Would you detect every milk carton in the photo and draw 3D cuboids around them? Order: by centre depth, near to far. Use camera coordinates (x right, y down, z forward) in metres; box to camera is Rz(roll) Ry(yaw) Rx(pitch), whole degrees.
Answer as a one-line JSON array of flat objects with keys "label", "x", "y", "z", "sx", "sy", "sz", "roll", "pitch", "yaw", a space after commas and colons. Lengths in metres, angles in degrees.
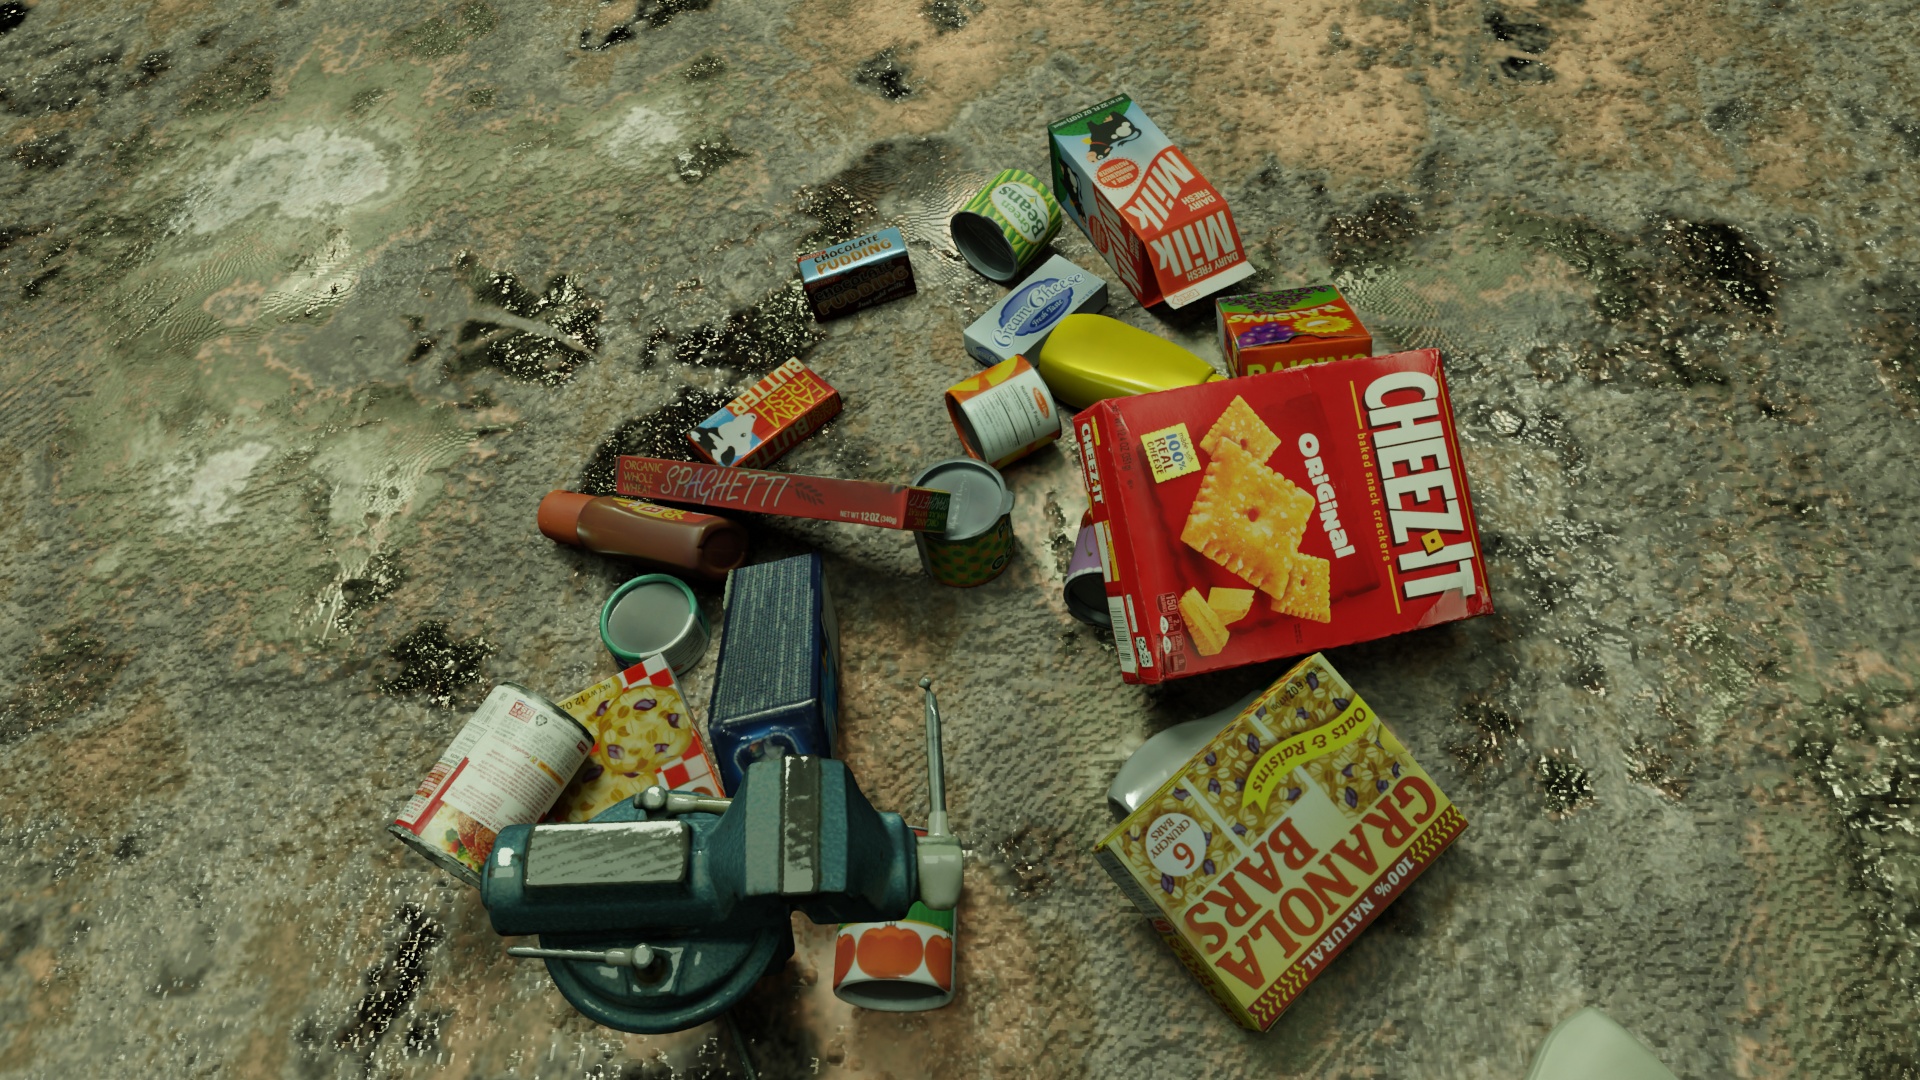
[{"label": "milk carton", "x": 0.141, "y": -0.246, "z": 1.044, "sx": 0.072, "sy": 0.073, "sz": 0.191, "roll": -26, "pitch": 56, "yaw": -9}]

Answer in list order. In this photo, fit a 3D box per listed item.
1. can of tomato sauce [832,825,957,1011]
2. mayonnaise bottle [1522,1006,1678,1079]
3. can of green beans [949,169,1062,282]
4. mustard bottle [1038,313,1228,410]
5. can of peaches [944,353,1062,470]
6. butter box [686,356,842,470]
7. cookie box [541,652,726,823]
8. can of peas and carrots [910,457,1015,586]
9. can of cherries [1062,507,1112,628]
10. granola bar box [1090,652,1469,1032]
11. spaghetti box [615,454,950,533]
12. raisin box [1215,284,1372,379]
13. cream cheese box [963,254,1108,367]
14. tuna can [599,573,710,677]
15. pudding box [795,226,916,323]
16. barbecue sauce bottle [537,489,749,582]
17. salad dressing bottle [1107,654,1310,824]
[{"label": "can of tomato sauce", "x": -0.036, "y": 0.207, "z": 0.761, "sx": 0.071, "sy": 0.071, "sz": 0.083, "roll": -3, "pitch": 56, "yaw": 7}, {"label": "mayonnaise bottle", "x": 0.276, "y": 0.296, "z": 0.667, "sx": 0.148, "sy": 0.041, "sz": 0.065, "roll": -37, "pitch": 56, "yaw": -15}, {"label": "can of green beans", "x": 0.035, "y": -0.241, "z": 1.062, "sx": 0.071, "sy": 0.071, "sz": 0.058, "roll": 32, "pitch": 65, "yaw": 27}, {"label": "mustard bottle", "x": 0.135, "y": -0.108, "z": 0.964, "sx": 0.160, "sy": 0.048, "sz": 0.065, "roll": 24, "pitch": 60, "yaw": 22}, {"label": "can of peaches", "x": 0.028, "y": -0.087, "z": 0.958, "sx": 0.058, "sy": 0.071, "sz": 0.071, "roll": -28, "pitch": 56, "yaw": -10}, {"label": "butter box", "x": -0.142, "y": -0.087, "z": 1.008, "sx": 0.104, "sy": 0.024, "sz": 0.053, "roll": -39, "pitch": 58, "yaw": -17}, {"label": "cookie box", "x": -0.204, "y": 0.165, "z": 0.834, "sx": 0.123, "sy": 0.040, "sz": 0.168, "roll": -26, "pitch": 56, "yaw": -9}, {"label": "can of peas and carrots", "x": 0.003, "y": -0.011, "z": 0.912, "sx": 0.071, "sy": 0.058, "sz": 0.071, "roll": -4, "pitch": 55, "yaw": 6}, {"label": "can of cherries", "x": 0.100, "y": 0.016, "z": 0.875, "sx": 0.071, "sy": 0.071, "sz": 0.059, "roll": 7, "pitch": 57, "yaw": 14}, {"label": "granola bar box", "x": 0.173, "y": 0.160, "z": 0.750, "sx": 0.166, "sy": 0.039, "sz": 0.124, "roll": -38, "pitch": 83, "yaw": -17}, {"label": "spaghetti box", "x": -0.123, "y": -0.032, "z": 0.911, "sx": 0.250, "sy": 0.050, "sz": 0.028, "roll": 7, "pitch": 90, "yaw": 33}, {"label": "raisin box", "x": 0.224, "y": -0.136, "z": 0.941, "sx": 0.086, "sy": 0.040, "sz": 0.124, "roll": -5, "pitch": 25, "yaw": 6}, {"label": "cream cheese box", "x": 0.056, "y": -0.165, "z": 1.032, "sx": 0.053, "sy": 0.024, "sz": 0.104, "roll": 36, "pitch": 67, "yaw": 30}, {"label": "tuna can", "x": -0.203, "y": 0.055, "z": 0.914, "sx": 0.071, "sy": 0.032, "sz": 0.071, "roll": -4, "pitch": 55, "yaw": 6}, {"label": "pudding box", "x": -0.079, "y": -0.204, "z": 1.065, "sx": 0.084, "sy": 0.049, "sz": 0.030, "roll": -18, "pitch": 56, "yaw": -4}, {"label": "barbecue sauce bottle", "x": -0.220, "y": -0.005, "z": 0.945, "sx": 0.148, "sy": 0.065, "sz": 0.043, "roll": 11, "pitch": 92, "yaw": 26}, {"label": "salad dressing bottle", "x": 0.155, "y": 0.122, "z": 0.805, "sx": 0.148, "sy": 0.043, "sz": 0.064, "roll": -34, "pitch": 61, "yaw": -16}]
